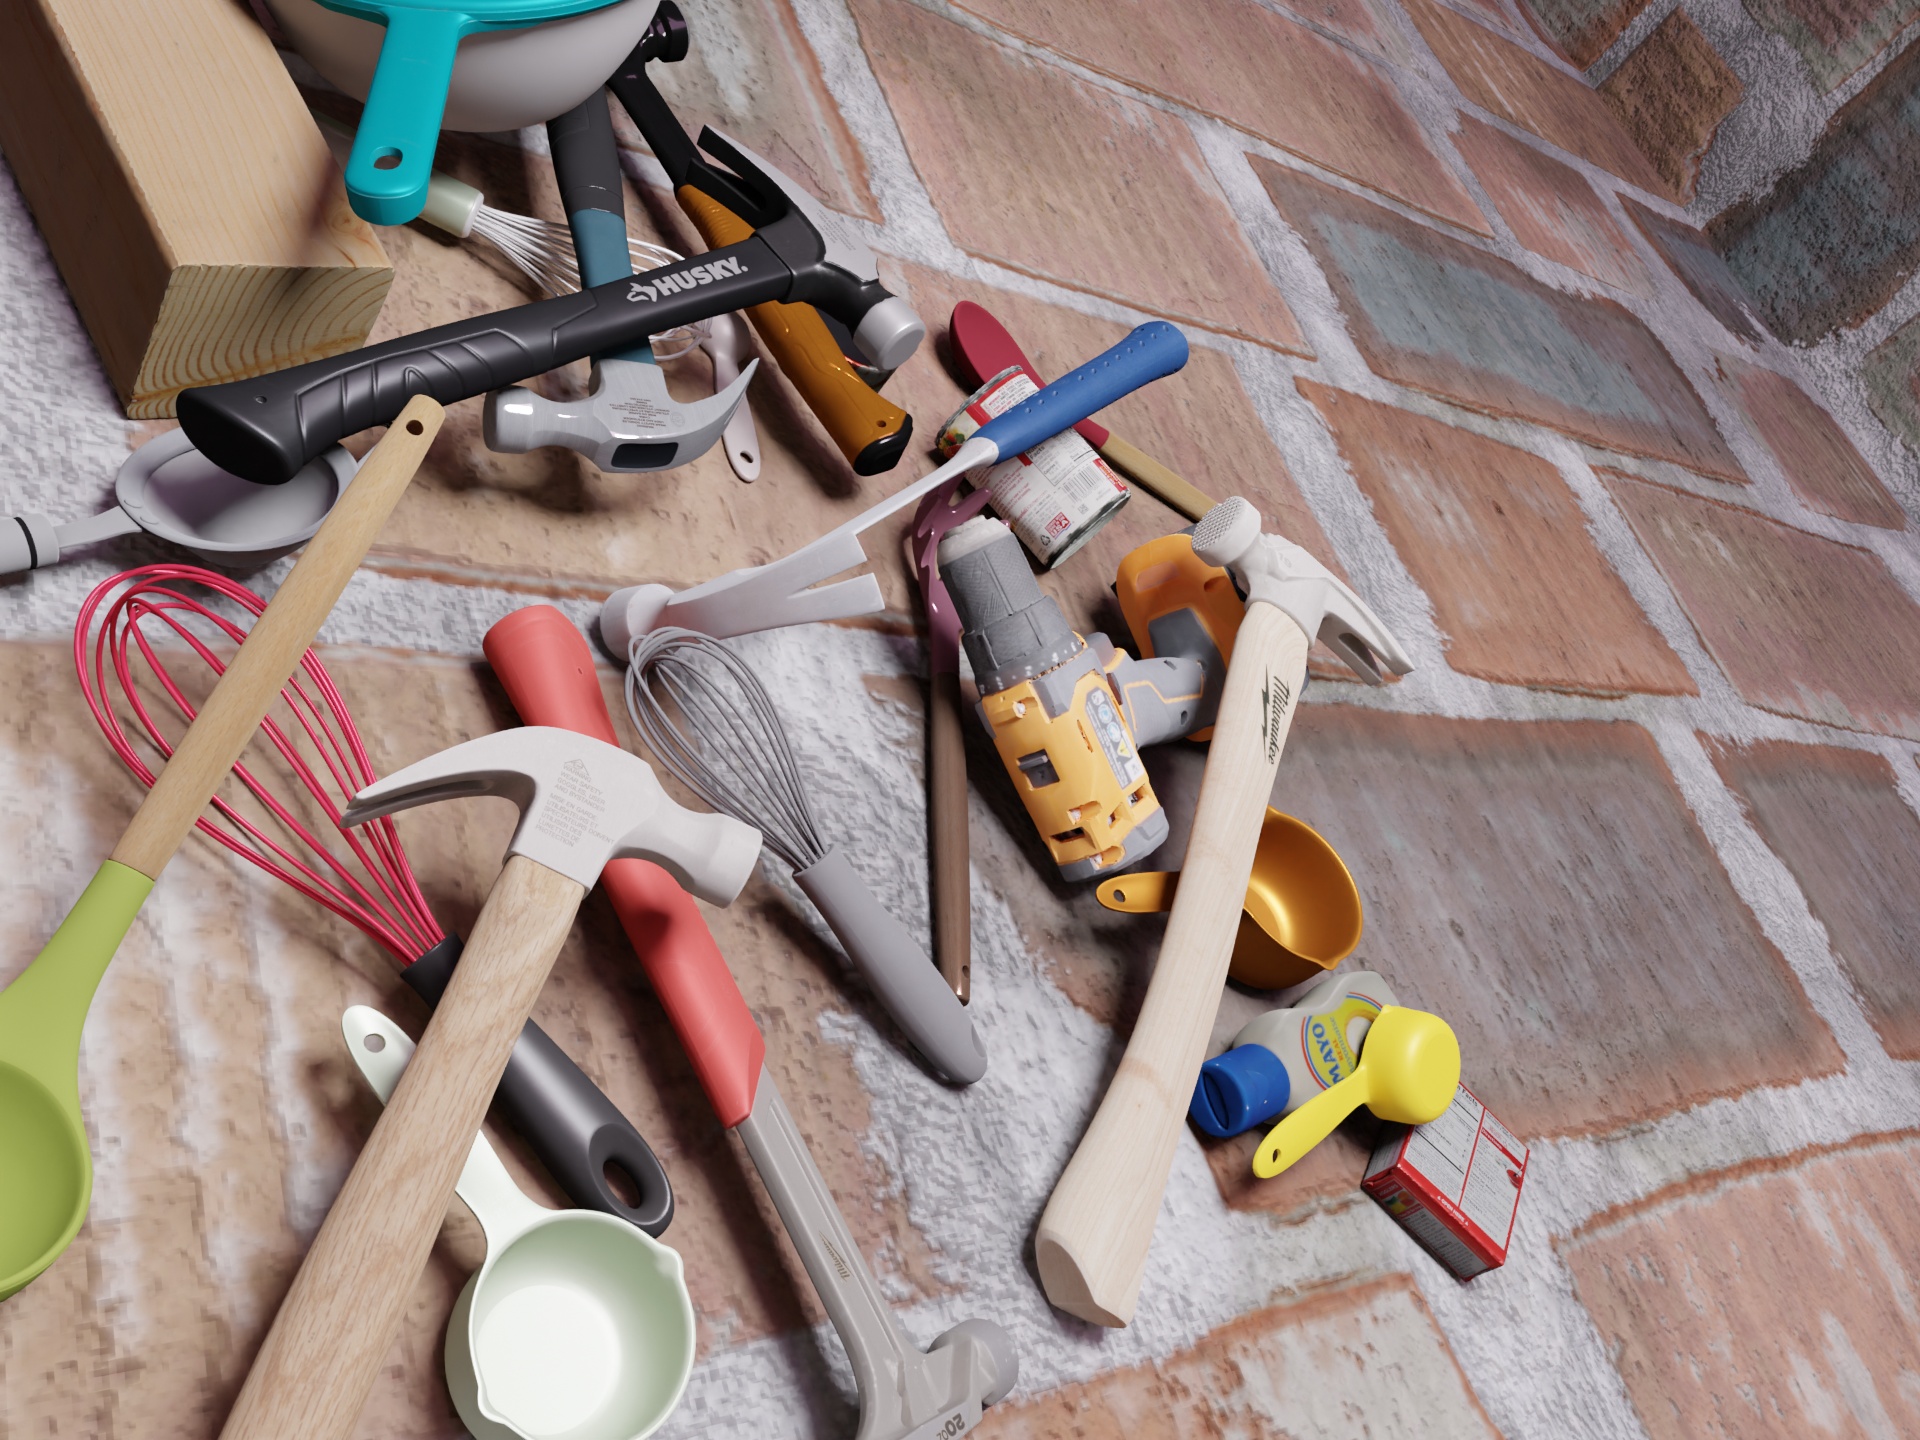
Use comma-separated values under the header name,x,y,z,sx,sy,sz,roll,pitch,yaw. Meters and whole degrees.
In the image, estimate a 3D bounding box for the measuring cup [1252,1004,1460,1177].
name,x,y,z,sx,sy,sz,roll,pitch,yaw
measuring cup,0.193,0.184,0.759,0.156,0.029,0.062,-18,103,-44

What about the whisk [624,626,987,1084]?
name,x,y,z,sx,sy,sz,roll,pitch,yaw
whisk,-0.061,0.059,0.665,0.239,0.055,0.055,54,38,-11

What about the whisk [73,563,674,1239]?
name,x,y,z,sx,sy,sz,roll,pitch,yaw
whisk,-0.199,0.067,0.553,0.296,0.073,0.073,51,39,-4

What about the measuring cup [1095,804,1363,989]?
name,x,y,z,sx,sy,sz,roll,pitch,yaw
measuring cup,0.126,0.097,0.814,0.173,0.052,0.095,1,58,-33

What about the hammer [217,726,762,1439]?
name,x,y,z,sx,sy,sz,roll,pitch,yaw
hammer,-0.170,0.142,0.469,0.130,0.031,0.332,29,54,-15

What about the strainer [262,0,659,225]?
name,x,y,z,sx,sy,sz,roll,pitch,yaw
strainer,-0.227,-0.293,0.707,0.211,0.095,0.341,1,50,-9

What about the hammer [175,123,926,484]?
name,x,y,z,sx,sy,sz,roll,pitch,yaw
hammer,-0.171,-0.174,0.686,0.146,0.035,0.335,49,49,10

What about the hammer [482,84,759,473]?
name,x,y,z,sx,sy,sz,roll,pitch,yaw
hammer,-0.182,-0.255,0.786,0.128,0.033,0.331,2,56,-29

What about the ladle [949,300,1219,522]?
name,x,y,z,sx,sy,sz,roll,pitch,yaw
ladle,0.115,-0.173,1.053,0.315,0.031,0.069,31,44,-20

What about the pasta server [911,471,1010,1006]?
name,x,y,z,sx,sy,sz,roll,pitch,yaw
pasta server,-0.001,-0.003,0.796,0.060,0.040,0.317,34,39,-37

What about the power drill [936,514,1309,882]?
name,x,y,z,sx,sy,sz,roll,pitch,yaw
power drill,0.084,-0.041,0.842,0.226,0.084,0.185,-33,99,-48

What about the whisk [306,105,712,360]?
name,x,y,z,sx,sy,sz,roll,pitch,yaw
whisk,-0.237,-0.249,0.797,0.246,0.058,0.059,23,14,-19

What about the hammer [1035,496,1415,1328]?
name,x,y,z,sx,sy,sz,roll,pitch,yaw
hammer,0.126,0.084,0.755,0.146,0.038,0.411,37,55,-22

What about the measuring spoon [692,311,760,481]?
name,x,y,z,sx,sy,sz,roll,pitch,yaw
measuring spoon,-0.120,-0.180,0.859,0.034,0.018,0.124,10,51,-35

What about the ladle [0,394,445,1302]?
name,x,y,z,sx,sy,sz,roll,pitch,yaw
ladle,-0.235,0.021,0.481,0.078,0.062,0.320,32,63,-20

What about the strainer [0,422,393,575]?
name,x,y,z,sx,sy,sz,roll,pitch,yaw
strainer,-0.323,-0.065,0.569,0.087,0.050,0.258,40,41,27

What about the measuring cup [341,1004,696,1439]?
name,x,y,z,sx,sy,sz,roll,pitch,yaw
measuring cup,-0.156,0.166,0.518,0.168,0.038,0.083,50,40,9

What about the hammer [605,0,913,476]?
name,x,y,z,sx,sy,sz,roll,pitch,yaw
hammer,-0.135,-0.268,0.876,0.127,0.034,0.337,-25,72,-32

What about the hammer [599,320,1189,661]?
name,x,y,z,sx,sy,sz,roll,pitch,yaw
hammer,0.008,-0.131,0.799,0.405,0.144,0.035,-38,114,-44

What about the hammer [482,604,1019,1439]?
name,x,y,z,sx,sy,sz,roll,pitch,yaw
hammer,-0.102,0.105,0.593,0.359,0.036,0.149,59,19,20
